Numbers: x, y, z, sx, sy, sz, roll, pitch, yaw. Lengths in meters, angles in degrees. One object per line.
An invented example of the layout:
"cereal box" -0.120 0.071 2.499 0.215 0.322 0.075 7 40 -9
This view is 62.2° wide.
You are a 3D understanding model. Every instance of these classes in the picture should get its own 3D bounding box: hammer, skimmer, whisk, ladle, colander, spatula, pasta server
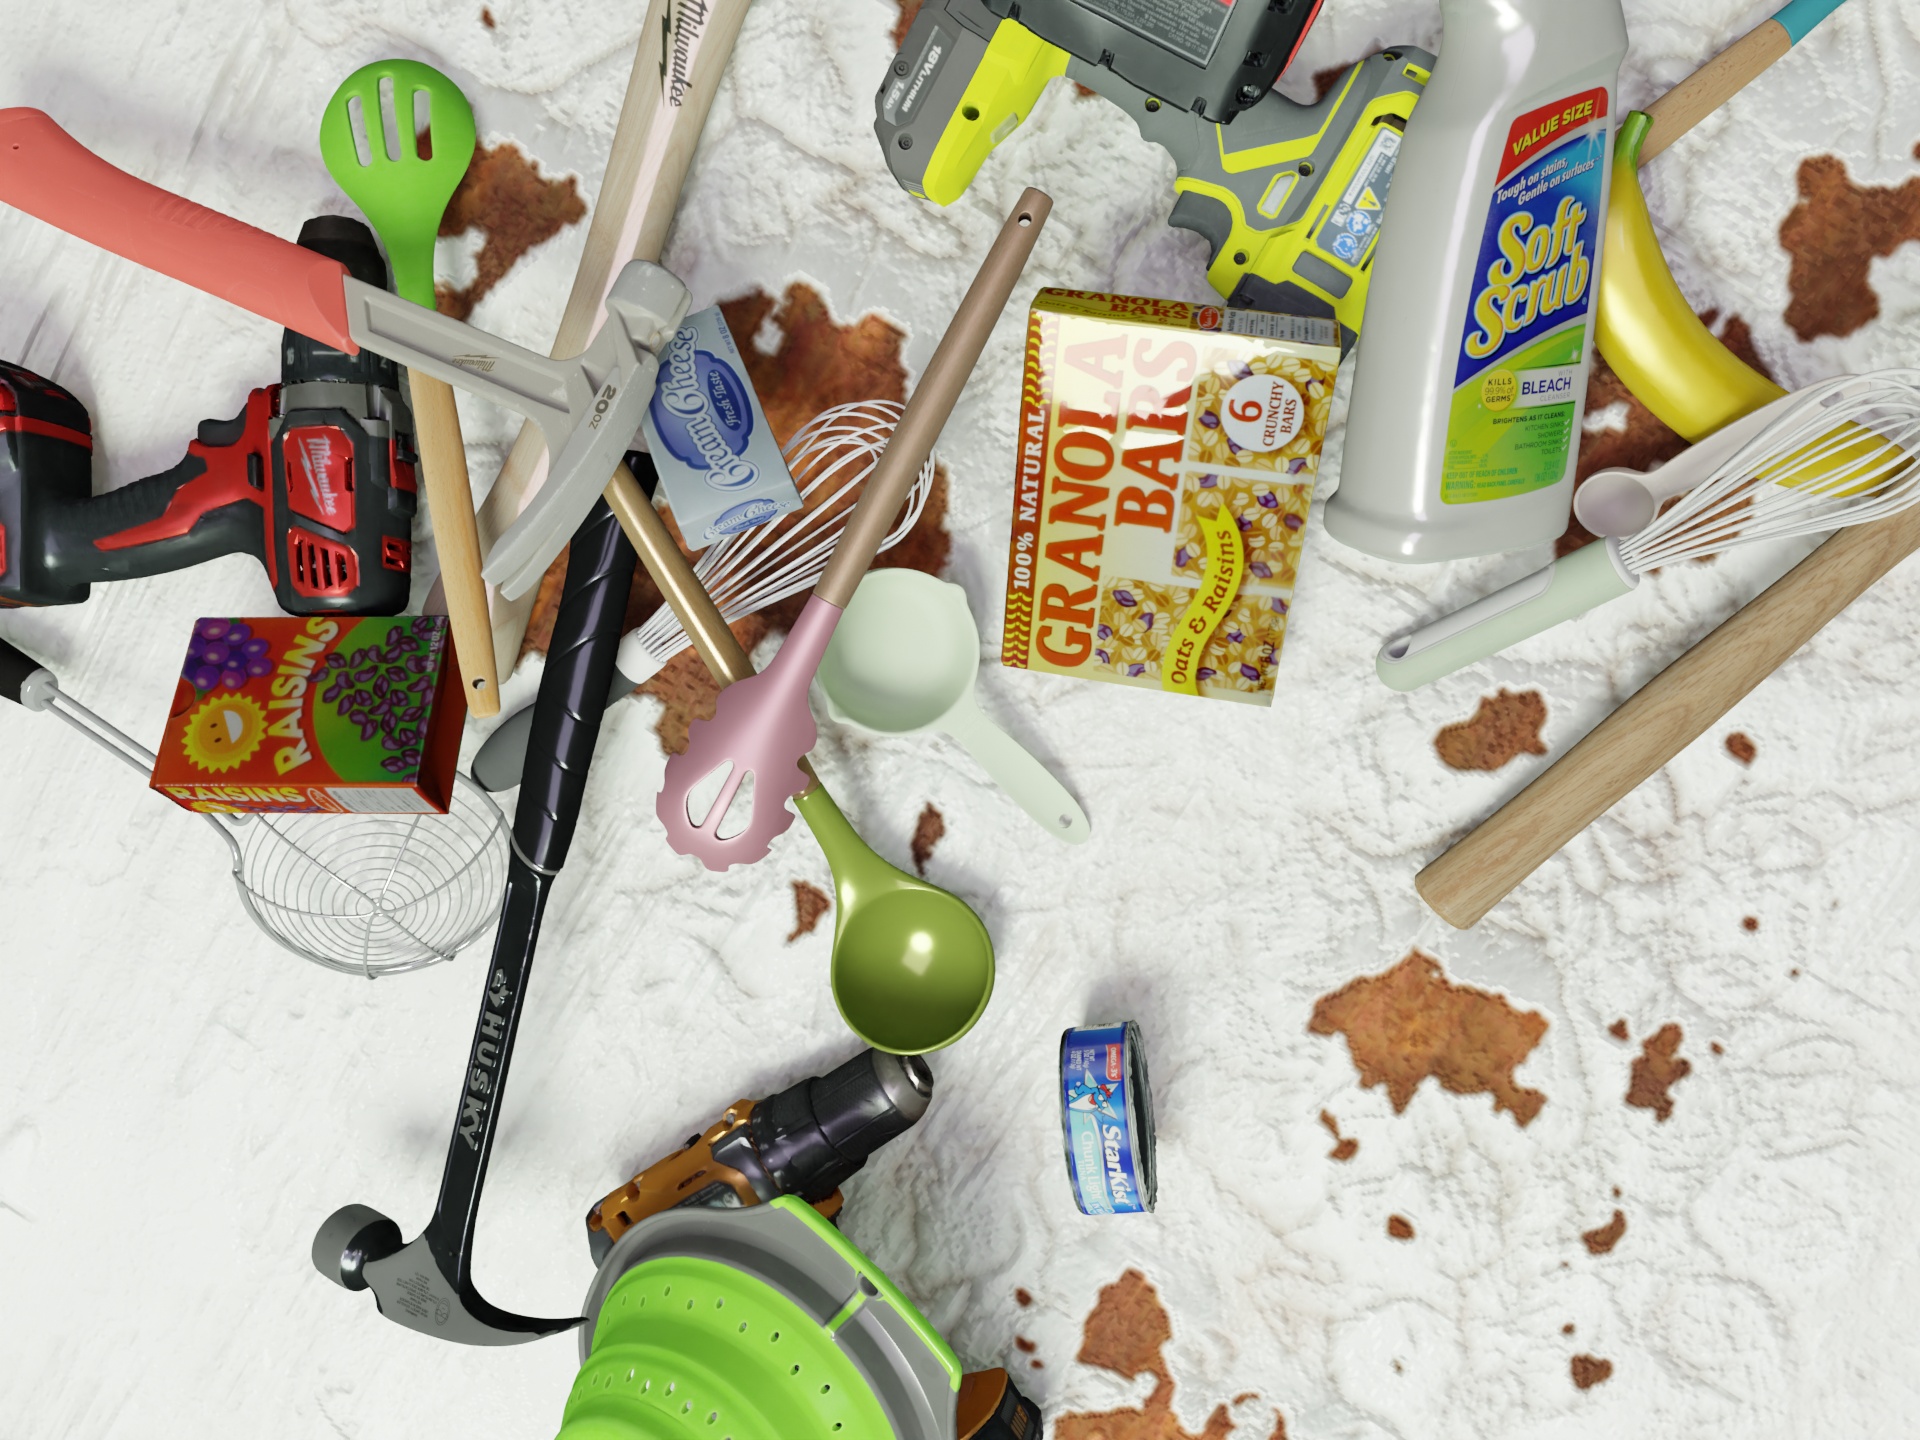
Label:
"hammer" -0.192 0.079 0.714 0.149 0.036 0.409 14 92 31
"skimmer" -0.392 0.009 0.796 0.363 0.090 0.127 29 111 14
"hammer" -0.149 -0.206 0.730 0.146 0.038 0.410 23 101 3
"whisk" 0.274 -0.068 0.641 0.246 0.058 0.059 -29 117 37
"ladle" -0.081 0.013 0.705 0.078 0.062 0.320 -30 106 0
"hammer" -0.299 -0.182 0.687 0.359 0.036 0.149 24 78 15
"colander" -0.145 0.380 0.718 0.204 0.094 0.397 41 122 14
"whisk" -0.125 -0.048 0.739 0.284 0.070 0.070 -36 91 16
"spatula" 0.316 -0.265 0.650 0.317 0.044 0.082 -37 110 13
"hammer" 0.329 -0.026 0.671 0.130 0.031 0.331 39 108 -18
"pasta server" -0.042 -0.074 0.662 0.060 0.040 0.316 28 96 -5

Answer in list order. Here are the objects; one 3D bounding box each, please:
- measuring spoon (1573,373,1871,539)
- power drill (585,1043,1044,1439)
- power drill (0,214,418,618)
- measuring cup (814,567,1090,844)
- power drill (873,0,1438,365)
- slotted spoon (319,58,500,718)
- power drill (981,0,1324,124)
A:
"measuring spoon" 0.312 -0.112 0.656 0.034 0.018 0.124 48 136 -13
"power drill" -0.048 0.280 0.760 0.185 0.084 0.226 -35 87 11
"power drill" -0.369 -0.138 0.750 0.226 0.080 0.188 -1 90 4
"measuring cup" -0.001 -0.002 0.739 0.083 0.038 0.167 -46 107 -2
"power drill" 0.083 -0.235 0.673 0.223 0.080 0.171 30 100 0
"slotted spoon" -0.238 -0.156 0.718 0.070 0.031 0.314 -10 85 -7
"power drill" 0.095 -0.325 0.600 0.143 0.220 0.078 28 140 2
